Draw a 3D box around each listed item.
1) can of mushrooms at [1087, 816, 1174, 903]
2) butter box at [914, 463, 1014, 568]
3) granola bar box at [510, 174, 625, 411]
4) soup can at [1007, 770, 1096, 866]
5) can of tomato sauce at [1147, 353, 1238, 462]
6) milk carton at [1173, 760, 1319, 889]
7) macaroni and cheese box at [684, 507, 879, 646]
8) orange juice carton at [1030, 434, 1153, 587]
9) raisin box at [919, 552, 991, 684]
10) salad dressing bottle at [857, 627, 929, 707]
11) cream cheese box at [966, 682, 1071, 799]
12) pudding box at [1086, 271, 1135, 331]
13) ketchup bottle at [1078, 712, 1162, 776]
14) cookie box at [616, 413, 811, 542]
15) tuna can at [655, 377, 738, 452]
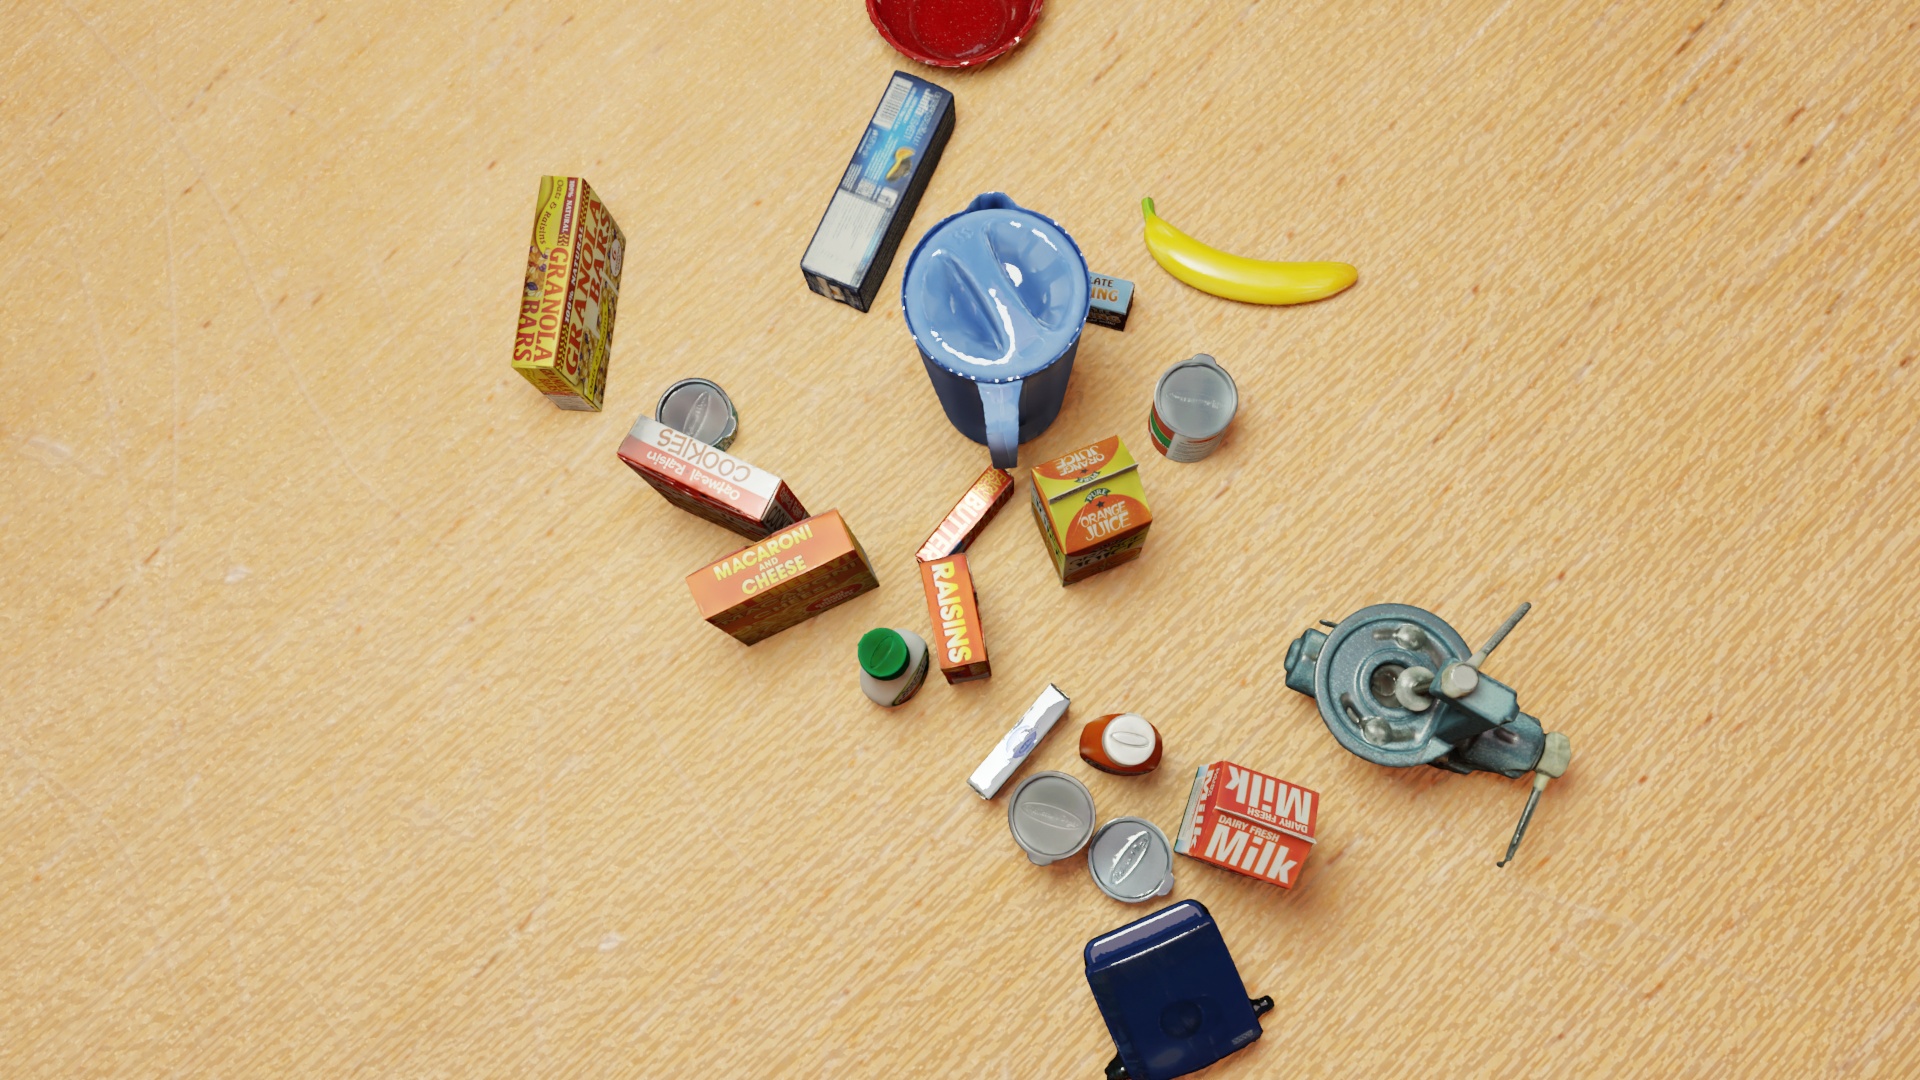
[{"bbox_3d":[0.135,0.252,1.094,0.071,0.033,0.071,-1,78,3],"label":"can of mushrooms"},{"bbox_3d":[0.004,-0.014,1.148,0.024,0.053,0.103,39,83,10],"label":"butter box"},{"bbox_3d":[-0.326,-0.204,1.169,0.039,0.124,0.166,4,78,4],"label":"granola bar box"},{"bbox_3d":[0.069,0.216,1.079,0.071,0.083,0.071,-1,78,3],"label":"soup can"},{"bbox_3d":[0.189,-0.107,1.143,0.071,0.083,0.071,-1,78,3],"label":"can of tomato sauce"},{"bbox_3d":[0.209,0.208,1.019,0.072,0.190,0.073,18,80,7],"label":"milk carton"},{"bbox_3d":[-0.135,0.031,1.087,0.124,0.166,0.040,-25,78,-2],"label":"macaroni and cheese box"},{"bbox_3d":[0.100,-0.024,1.073,0.072,0.192,0.073,-21,78,-1],"label":"orange juice carton"},{"bbox_3d":[-0.002,0.064,1.095,0.040,0.123,0.086,-11,78,1],"label":"raisin box"},{"bbox_3d":[-0.054,0.095,1.079,0.044,0.147,0.064,32,82,9],"label":"salad dressing bottle"},{"bbox_3d":[0.047,0.161,1.108,0.024,0.053,0.104,40,83,10],"label":"cream cheese box"},{"bbox_3d":[0.105,-0.209,1.186,0.084,0.049,0.030,16,80,6],"label":"pudding box"},{"bbox_3d":[0.124,0.154,1.056,0.065,0.148,0.043,10,79,5],"label":"ketchup bottle"},{"bbox_3d":[-0.189,-0.038,1.104,0.123,0.167,0.040,24,81,8],"label":"cookie box"},{"bbox_3d":[-0.222,-0.102,1.188,0.071,0.032,0.071,-1,78,3],"label":"tuna can"}]
